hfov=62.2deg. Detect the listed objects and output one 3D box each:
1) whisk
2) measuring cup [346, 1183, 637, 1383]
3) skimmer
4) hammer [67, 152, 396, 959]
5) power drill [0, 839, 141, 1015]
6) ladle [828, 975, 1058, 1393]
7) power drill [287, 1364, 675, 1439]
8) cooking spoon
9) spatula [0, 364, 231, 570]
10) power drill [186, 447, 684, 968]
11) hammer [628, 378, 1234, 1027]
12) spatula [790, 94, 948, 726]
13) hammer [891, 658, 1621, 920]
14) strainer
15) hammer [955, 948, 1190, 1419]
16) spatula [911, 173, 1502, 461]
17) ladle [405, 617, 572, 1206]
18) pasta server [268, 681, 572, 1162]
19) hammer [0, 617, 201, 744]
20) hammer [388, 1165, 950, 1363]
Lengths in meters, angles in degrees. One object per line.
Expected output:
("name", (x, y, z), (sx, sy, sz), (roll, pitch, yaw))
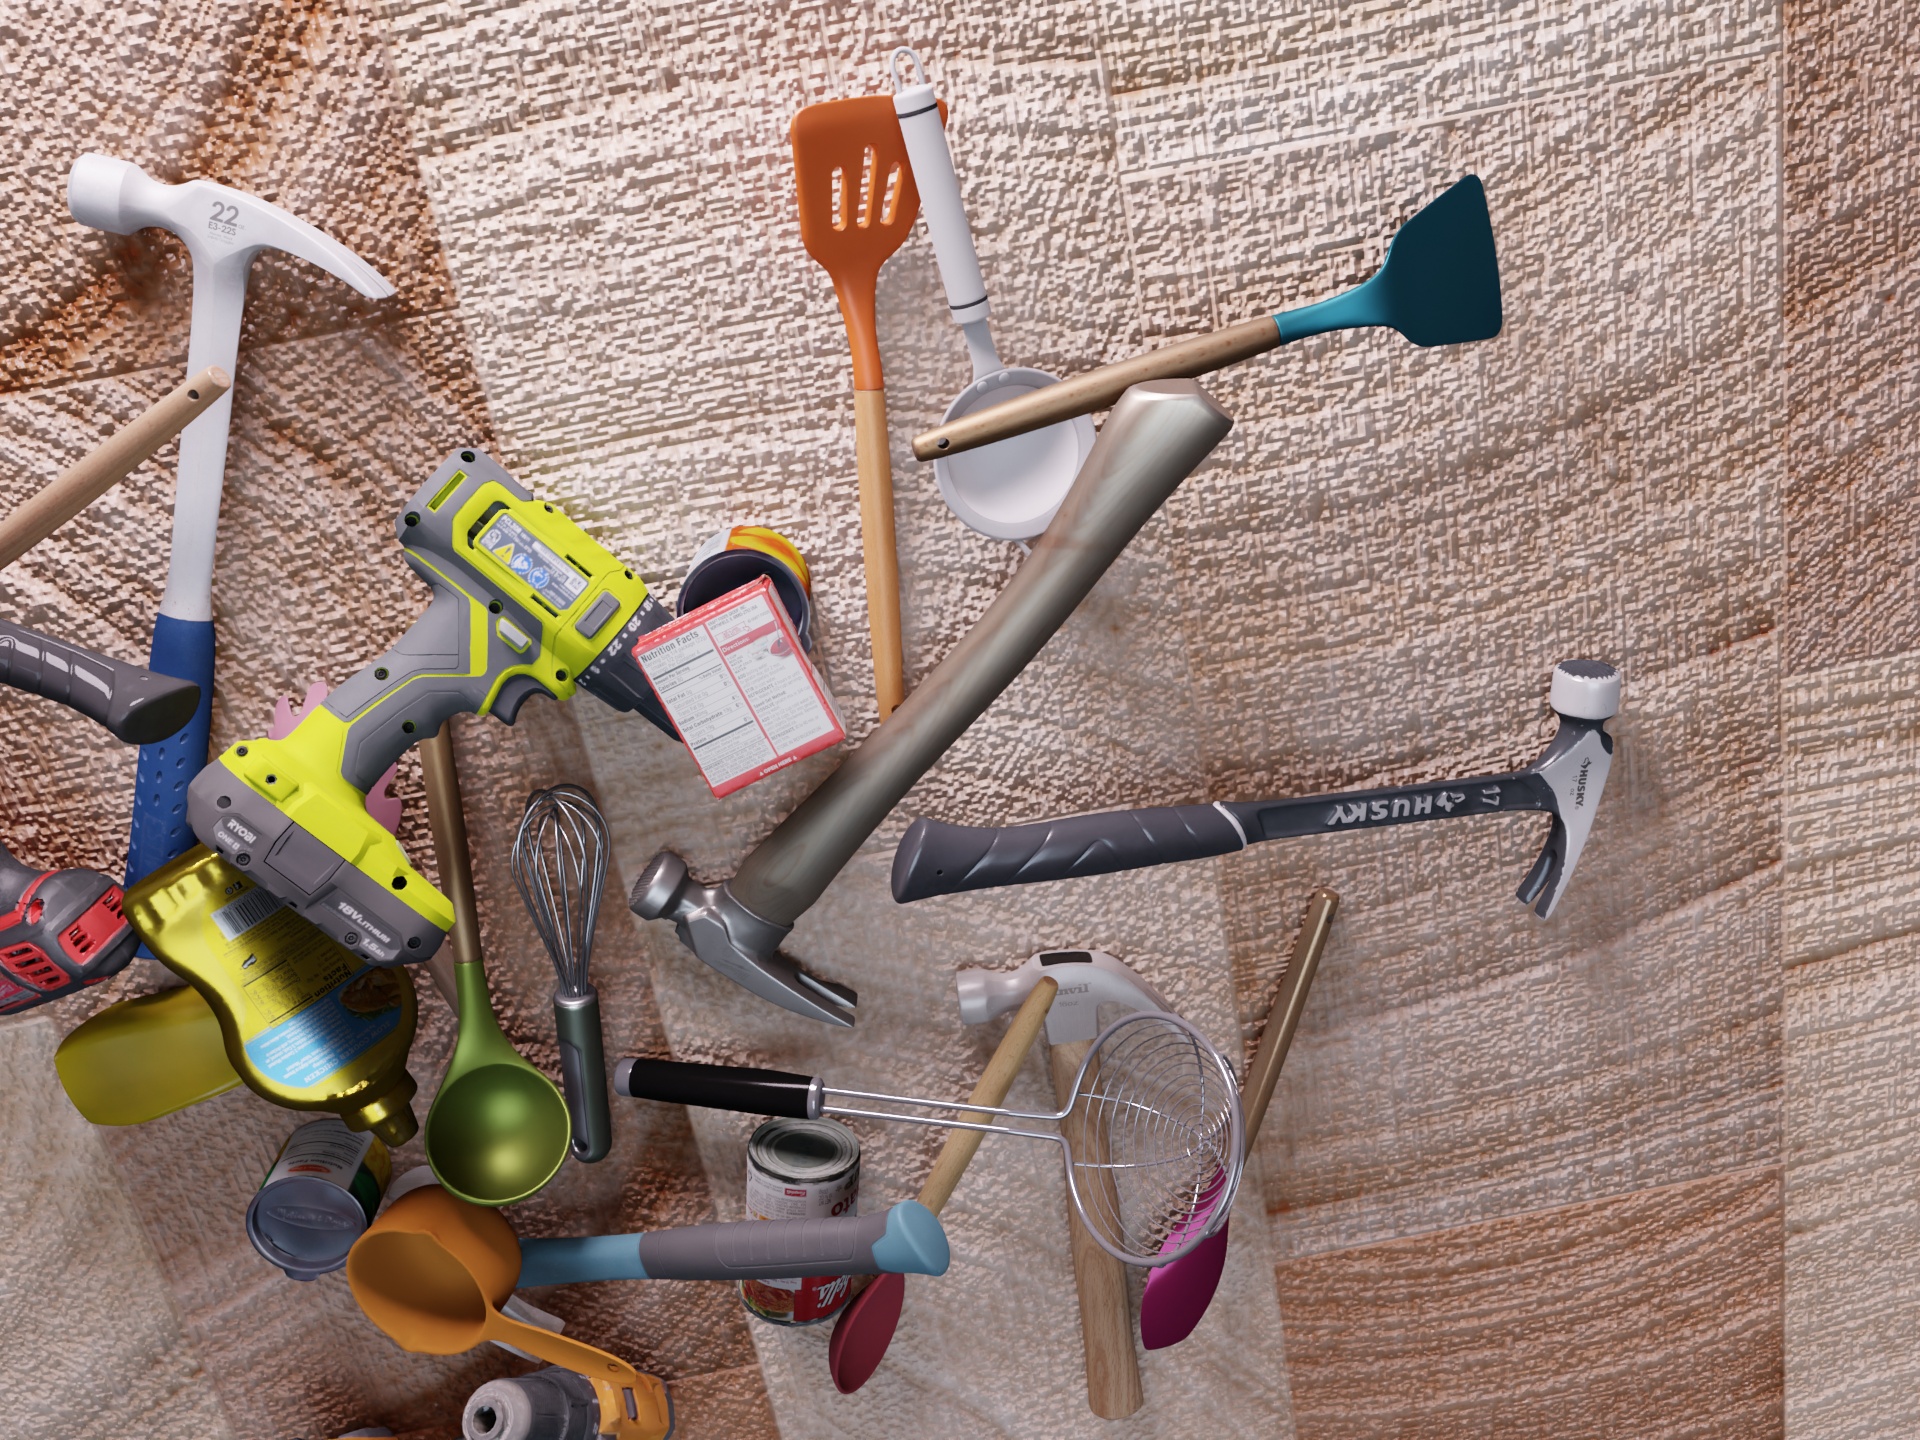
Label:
("whisk", (-0.217, 0.147, 0.890), (0.058, 0.059, 0.246), (16, 118, 31))
("measuring cup", (-0.252, 0.318, 0.888), (0.173, 0.052, 0.095), (20, 117, 5))
("skimmer", (-0.029, 0.208, 0.851), (0.363, 0.090, 0.127), (3, 77, 15))
("hammer", (-0.386, -0.062, 0.807), (0.144, 0.035, 0.405), (12, 108, -8))
("power drill", (-0.533, 0.059, 0.804), (0.143, 0.079, 0.219), (-19, 115, 26))
("ladle", (-0.012, 0.275, 0.932), (0.031, 0.069, 0.315), (35, 114, 22))
("power drill", (-0.302, 0.434, 0.925), (0.226, 0.084, 0.185), (-22, 153, 5))
("cooking spoon", (0.171, 0.247, 0.959), (0.068, 0.017, 0.319), (4, 109, -38))
("spatula", (-0.470, -0.086, 0.776), (0.316, 0.018, 0.059), (-29, 108, 18))
("power drill", (-0.241, 0.006, 0.788), (0.190, 0.080, 0.228), (42, 76, -15))
("hammer", (-0.001, -0.003, 0.824), (0.146, 0.038, 0.410), (35, 113, -16))
("spatula", (-0.041, -0.141, 0.800), (0.081, 0.041, 0.322), (-14, 114, -26))
("hammer", (0.163, 0.058, 0.859), (0.409, 0.036, 0.149), (-6, 113, -12))
("strainer", (0.008, -0.193, 0.772), (0.087, 0.050, 0.258), (-22, 117, -11))
("hammer", (0.082, 0.289, 0.969), (0.130, 0.031, 0.331), (-8, 110, -1))
("spatula", (0.126, -0.182, 0.778), (0.317, 0.044, 0.082), (-19, 111, -4))
("ladle", (-0.264, 0.105, 0.848), (0.078, 0.062, 0.320), (-10, 102, -26))
("pasta server", (-0.292, 0.124, 0.888), (0.060, 0.040, 0.316), (-21, 114, 4))
("hammer", (-0.524, -0.064, 0.734), (0.334, 0.146, 0.035), (21, 114, -11))
("hammer", (-0.165, 0.302, 0.903), (0.331, 0.033, 0.128), (-10, 111, 20))
